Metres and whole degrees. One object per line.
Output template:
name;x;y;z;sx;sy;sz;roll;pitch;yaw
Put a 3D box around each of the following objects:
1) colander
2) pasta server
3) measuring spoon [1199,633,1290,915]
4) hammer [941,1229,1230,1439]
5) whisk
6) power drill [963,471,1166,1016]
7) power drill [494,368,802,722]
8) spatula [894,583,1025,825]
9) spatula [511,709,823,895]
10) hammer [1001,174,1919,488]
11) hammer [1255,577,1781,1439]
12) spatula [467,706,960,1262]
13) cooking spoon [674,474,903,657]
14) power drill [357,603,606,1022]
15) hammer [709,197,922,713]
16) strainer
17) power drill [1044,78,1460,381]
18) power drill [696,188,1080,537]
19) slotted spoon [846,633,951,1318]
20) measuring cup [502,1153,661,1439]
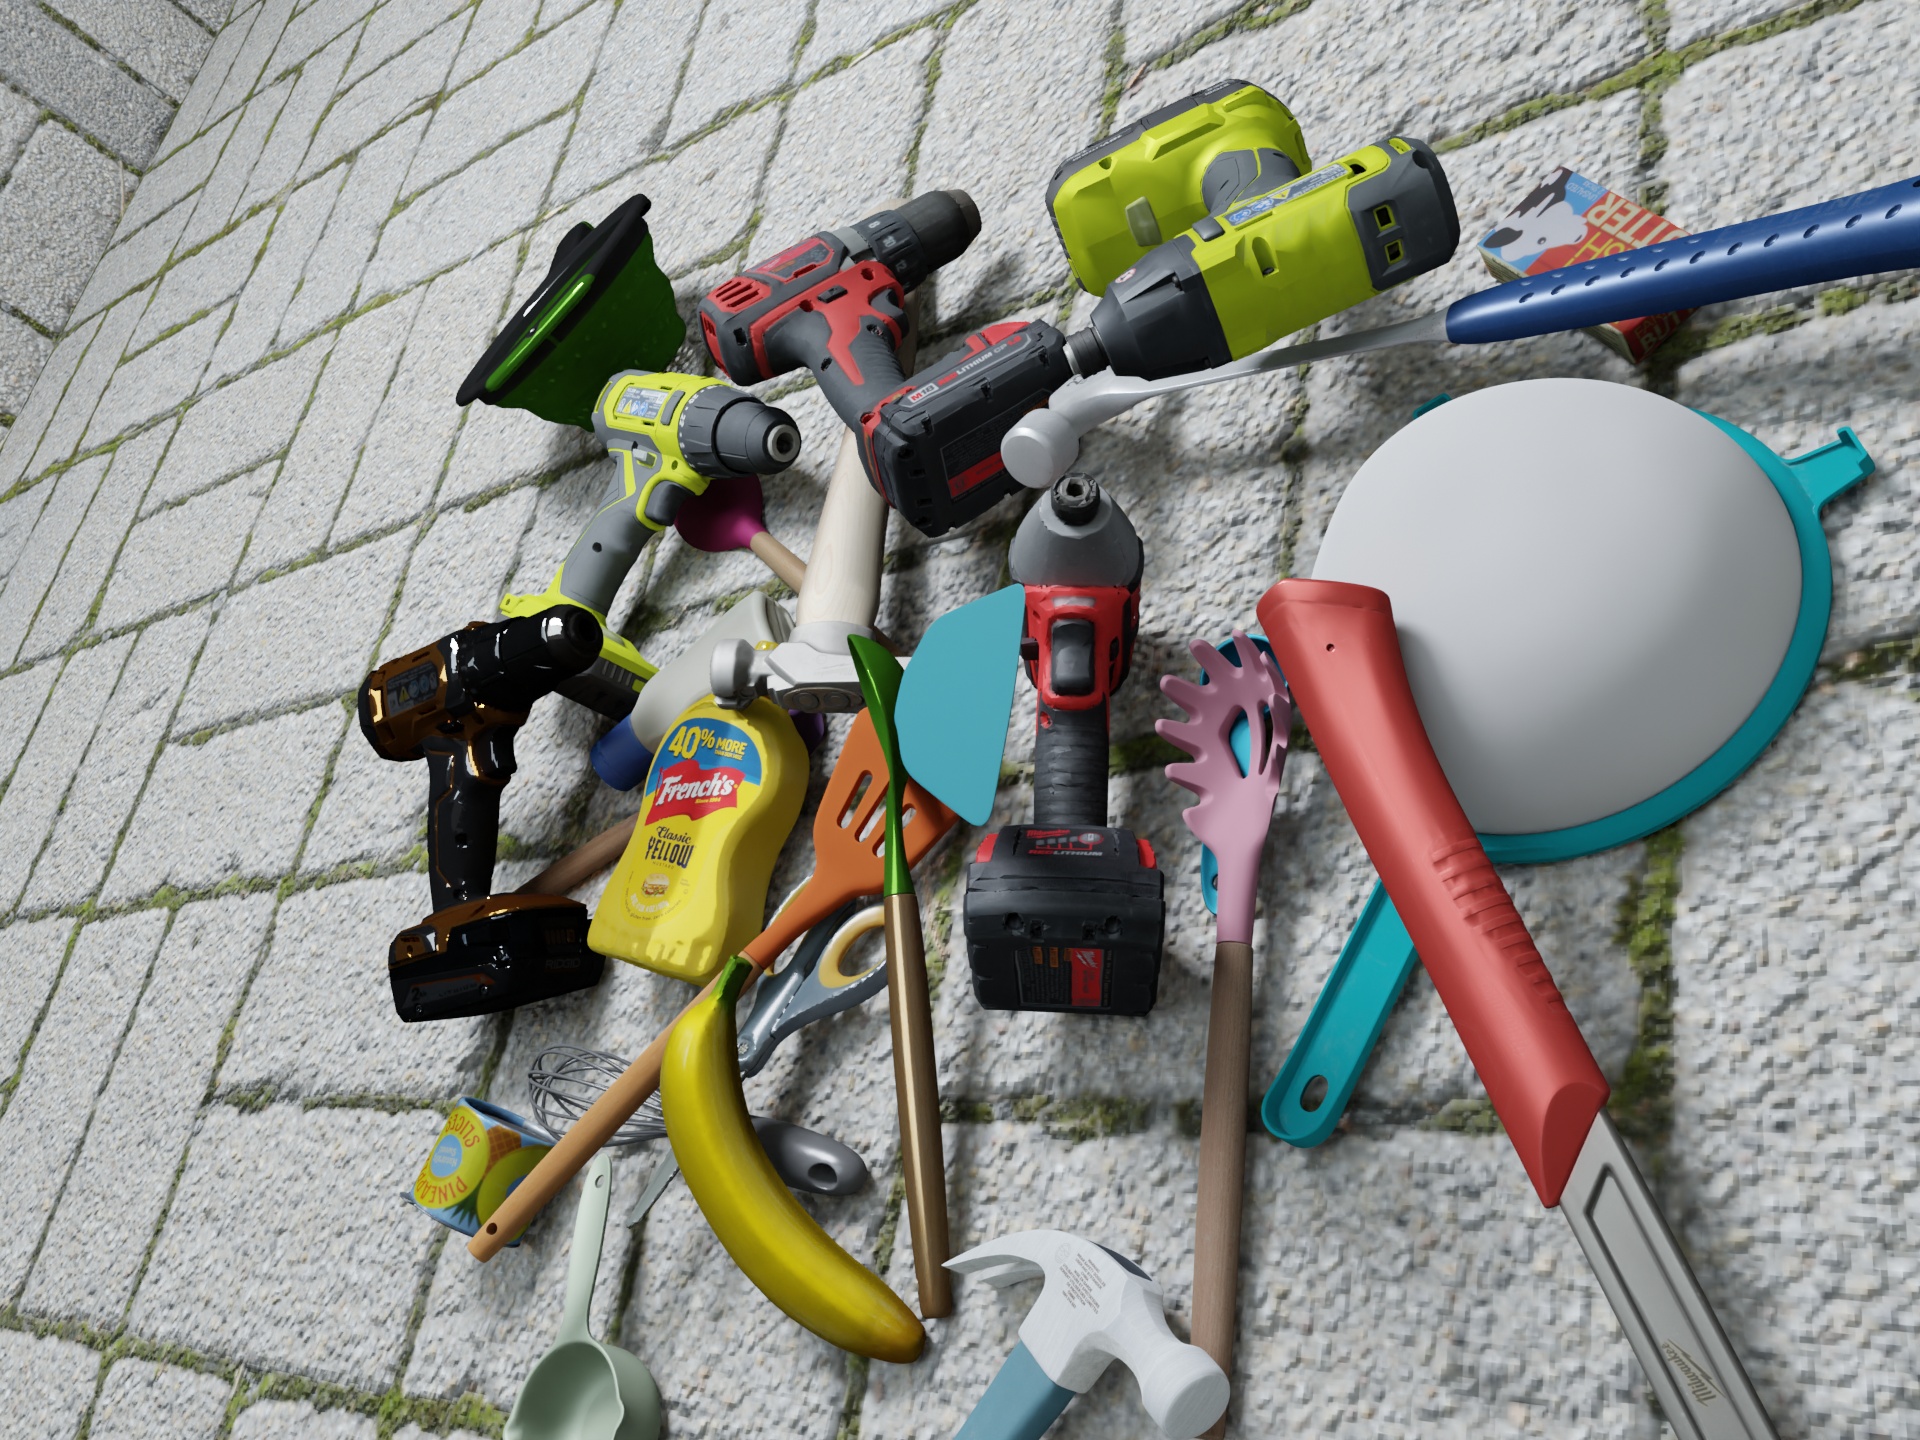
colander;-0.283;-0.318;1.247;0.204;0.094;0.397;-43;26;12
pasta server;0.103;0.115;0.636;0.060;0.040;0.316;-14;60;42
measuring spoon;0.124;0.025;0.708;0.042;0.021;0.129;1;74;29
hammer;-0.031;0.341;0.616;0.331;0.033;0.128;-54;34;3
whisk;-0.139;0.205;0.801;0.239;0.055;0.055;4;67;38
power drill;0.048;0.006;0.691;0.078;0.143;0.220;1;61;5
power drill;-0.202;-0.117;1.023;0.191;0.080;0.228;20;82;46
spatula;-0.001;-0.002;0.682;0.044;0.317;0.082;9;88;2
spatula;-0.205;0.073;0.962;0.316;0.018;0.060;-31;52;22
hammer;0.207;-0.175;0.692;0.405;0.035;0.144;-3;35;42
hammer;0.176;0.109;0.522;0.149;0.036;0.359;-32;63;21
spatula;-0.121;0.132;0.774;0.081;0.041;0.322;37;74;25
cooking spoon;-0.115;-0.103;0.995;0.069;0.017;0.319;-52;42;3
power drill;-0.269;0.050;0.933;0.185;0.084;0.226;-19;75;32
hammer;-0.042;-0.174;0.945;0.146;0.038;0.411;0;53;8
strainer;0.183;-0.003;0.611;0.211;0.095;0.340;19;76;46
power drill;0.117;-0.233;0.762;0.171;0.080;0.223;-24;29;7
power drill;-0.024;-0.220;0.907;0.188;0.080;0.227;-33;51;-15
slotted spoon;-0.025;0.107;0.728;0.031;0.070;0.314;-5;71;-3
measuring cup;-0.175;0.298;0.778;0.083;0.038;0.168;-23;49;29
